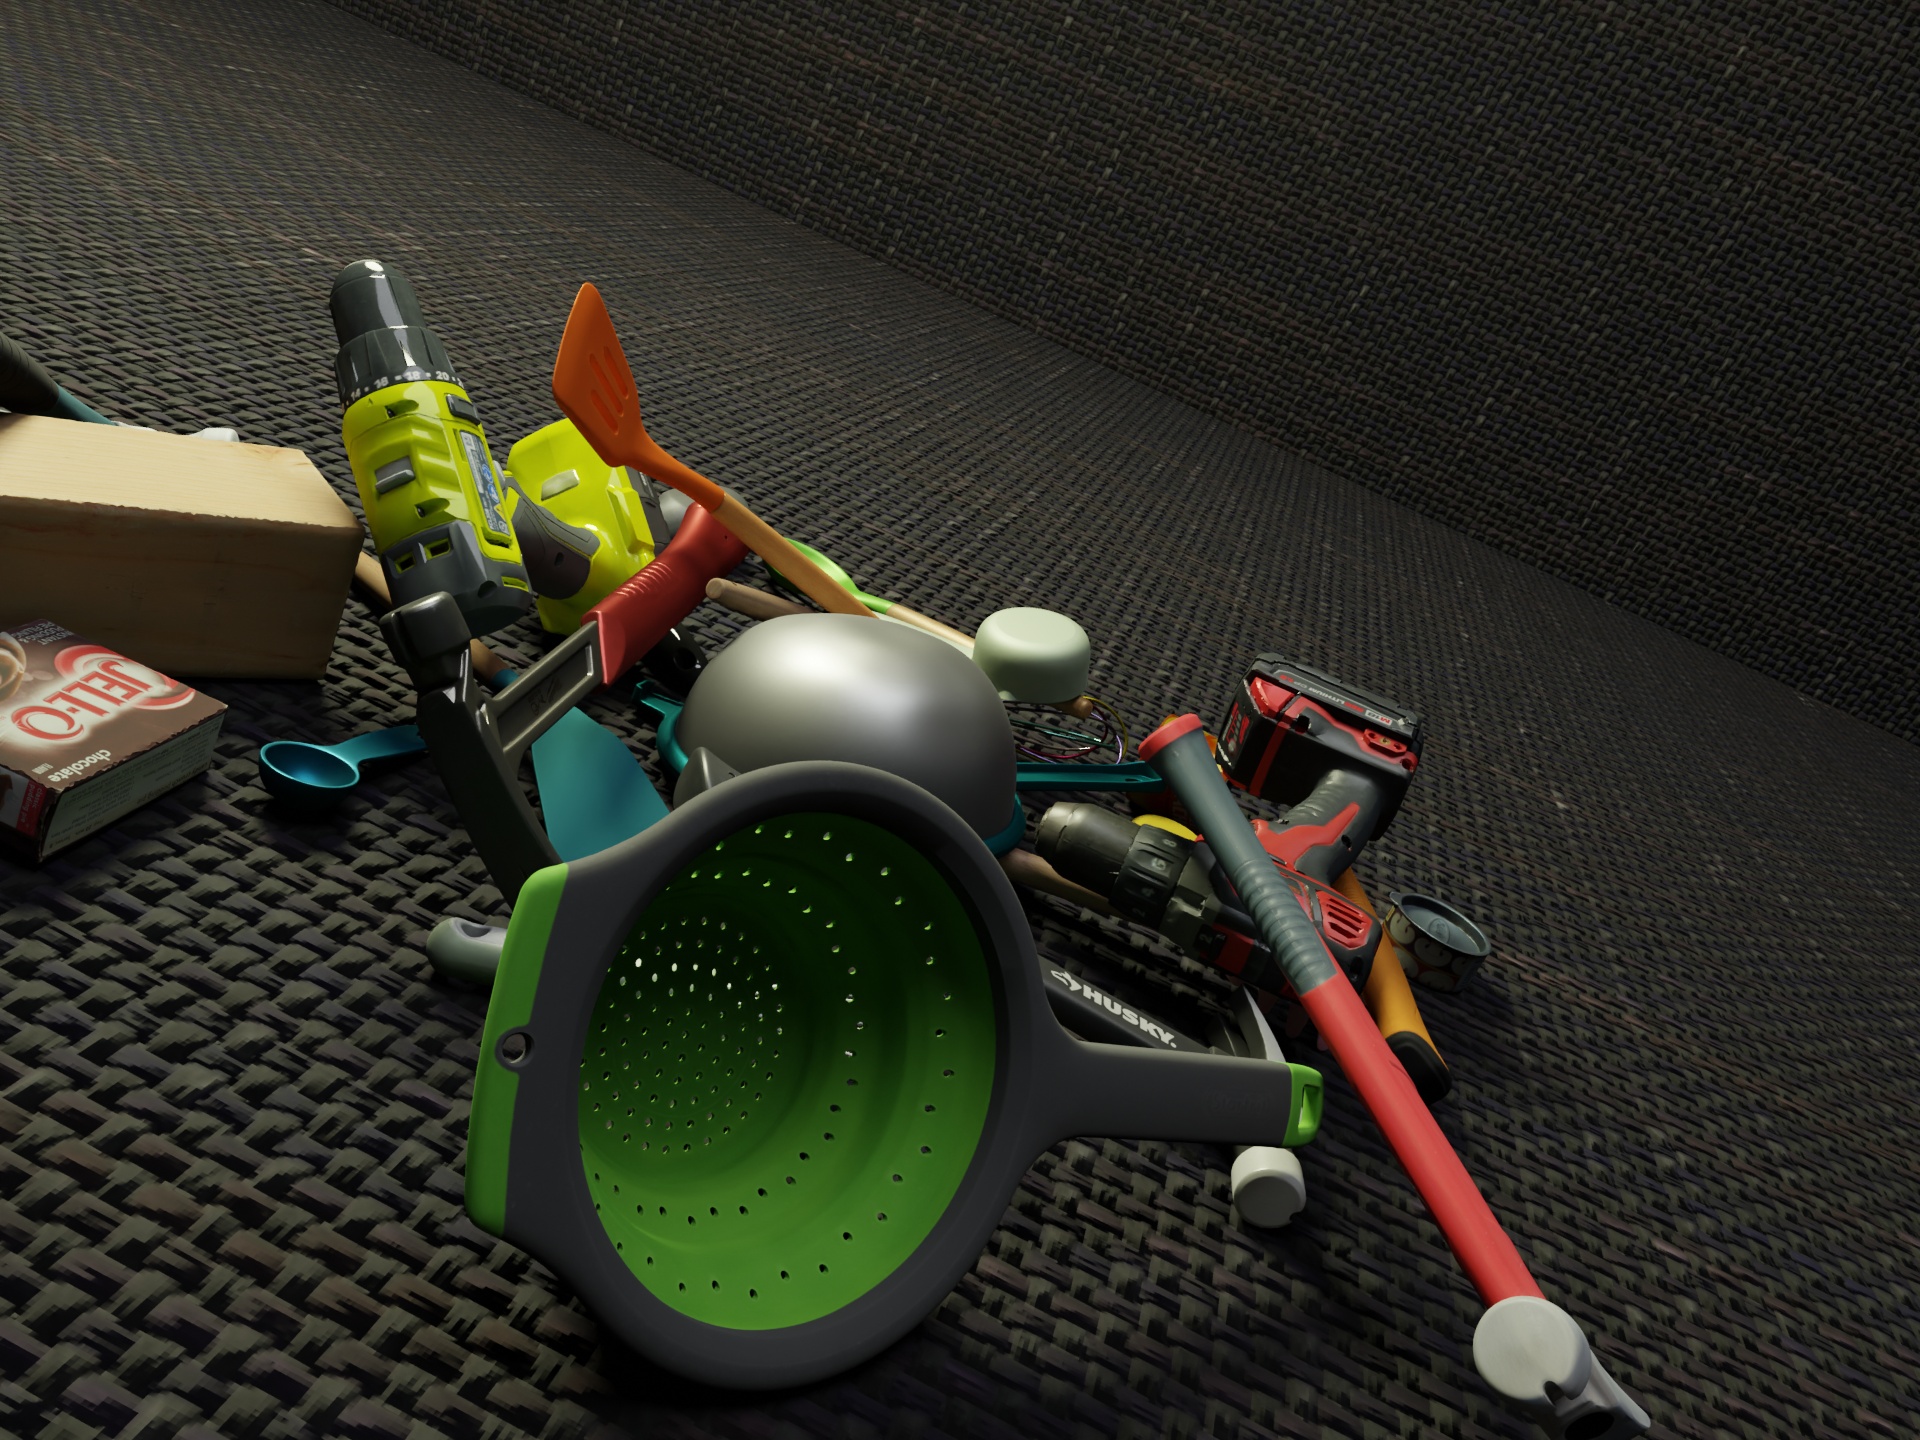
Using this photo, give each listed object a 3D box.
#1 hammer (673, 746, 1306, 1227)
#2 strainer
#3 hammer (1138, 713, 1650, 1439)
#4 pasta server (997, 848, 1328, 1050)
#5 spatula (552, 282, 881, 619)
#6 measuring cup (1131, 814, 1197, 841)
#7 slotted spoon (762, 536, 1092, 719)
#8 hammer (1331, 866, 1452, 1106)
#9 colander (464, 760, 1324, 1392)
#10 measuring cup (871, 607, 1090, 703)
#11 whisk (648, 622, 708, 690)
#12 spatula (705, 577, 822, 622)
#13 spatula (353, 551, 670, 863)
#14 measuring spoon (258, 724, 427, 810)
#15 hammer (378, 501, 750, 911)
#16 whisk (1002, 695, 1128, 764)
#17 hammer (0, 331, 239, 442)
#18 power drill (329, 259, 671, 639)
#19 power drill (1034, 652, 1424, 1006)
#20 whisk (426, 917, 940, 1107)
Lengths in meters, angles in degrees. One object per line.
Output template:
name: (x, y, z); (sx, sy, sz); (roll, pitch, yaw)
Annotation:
hammer: (0.015, 0.108, 0.748); (0.334, 0.035, 0.146); (31, 22, -6)
strainer: (-0.001, -0.003, 0.912); (0.340, 0.095, 0.211); (3, 22, -34)
hammer: (0.178, 0.141, 0.726); (0.143, 0.038, 0.387); (46, 14, -44)
pasta server: (0.076, 0.105, 0.891); (0.316, 0.040, 0.060); (20, 22, 1)
spatula: (-0.116, -0.114, 0.906); (0.322, 0.041, 0.081); (39, 46, -40)
measuring cup: (0.160, 0.107, 0.963); (0.157, 0.029, 0.062); (37, 25, 32)
slotted spoon: (-0.031, -0.064, 1.100); (0.314, 0.031, 0.070); (28, 20, 37)
hammer: (0.240, 0.112, 0.989); (0.127, 0.034, 0.337); (53, 16, -28)
colander: (-0.012, 0.132, 0.607); (0.396, 0.204, 0.094); (15, -10, -39)
measuring cup: (0.005, -0.059, 1.027); (0.168, 0.038, 0.083); (19, 31, 17)
whisk: (-0.225, -0.093, 1.008); (0.055, 0.055, 0.239); (-1, 37, -47)
spatula: (-0.072, -0.053, 1.007); (0.060, 0.018, 0.315); (30, 6, 23)
spatula: (-0.260, -0.022, 0.838); (0.318, 0.044, 0.082); (33, 21, 33)
measuring spoon: (-0.277, 0.022, 0.735); (0.042, 0.021, 0.128); (27, 13, 8)
hammer: (-0.168, -0.038, 0.806); (0.037, 0.149, 0.359); (-17, 17, 16)
whisk: (-0.001, -0.011, 1.052); (0.245, 0.047, 0.051); (13, 17, -17)
hammer: (-0.436, -0.156, 0.737); (0.128, 0.033, 0.331); (0, -2, -13)
power drill: (-0.245, -0.130, 0.854); (0.228, 0.080, 0.191); (14, 56, -75)
power drill: (0.160, 0.053, 0.904); (0.188, 0.080, 0.227); (24, 39, 12)
whisk: (-0.095, 0.116, 0.658); (0.246, 0.059, 0.058); (14, 11, -13)
